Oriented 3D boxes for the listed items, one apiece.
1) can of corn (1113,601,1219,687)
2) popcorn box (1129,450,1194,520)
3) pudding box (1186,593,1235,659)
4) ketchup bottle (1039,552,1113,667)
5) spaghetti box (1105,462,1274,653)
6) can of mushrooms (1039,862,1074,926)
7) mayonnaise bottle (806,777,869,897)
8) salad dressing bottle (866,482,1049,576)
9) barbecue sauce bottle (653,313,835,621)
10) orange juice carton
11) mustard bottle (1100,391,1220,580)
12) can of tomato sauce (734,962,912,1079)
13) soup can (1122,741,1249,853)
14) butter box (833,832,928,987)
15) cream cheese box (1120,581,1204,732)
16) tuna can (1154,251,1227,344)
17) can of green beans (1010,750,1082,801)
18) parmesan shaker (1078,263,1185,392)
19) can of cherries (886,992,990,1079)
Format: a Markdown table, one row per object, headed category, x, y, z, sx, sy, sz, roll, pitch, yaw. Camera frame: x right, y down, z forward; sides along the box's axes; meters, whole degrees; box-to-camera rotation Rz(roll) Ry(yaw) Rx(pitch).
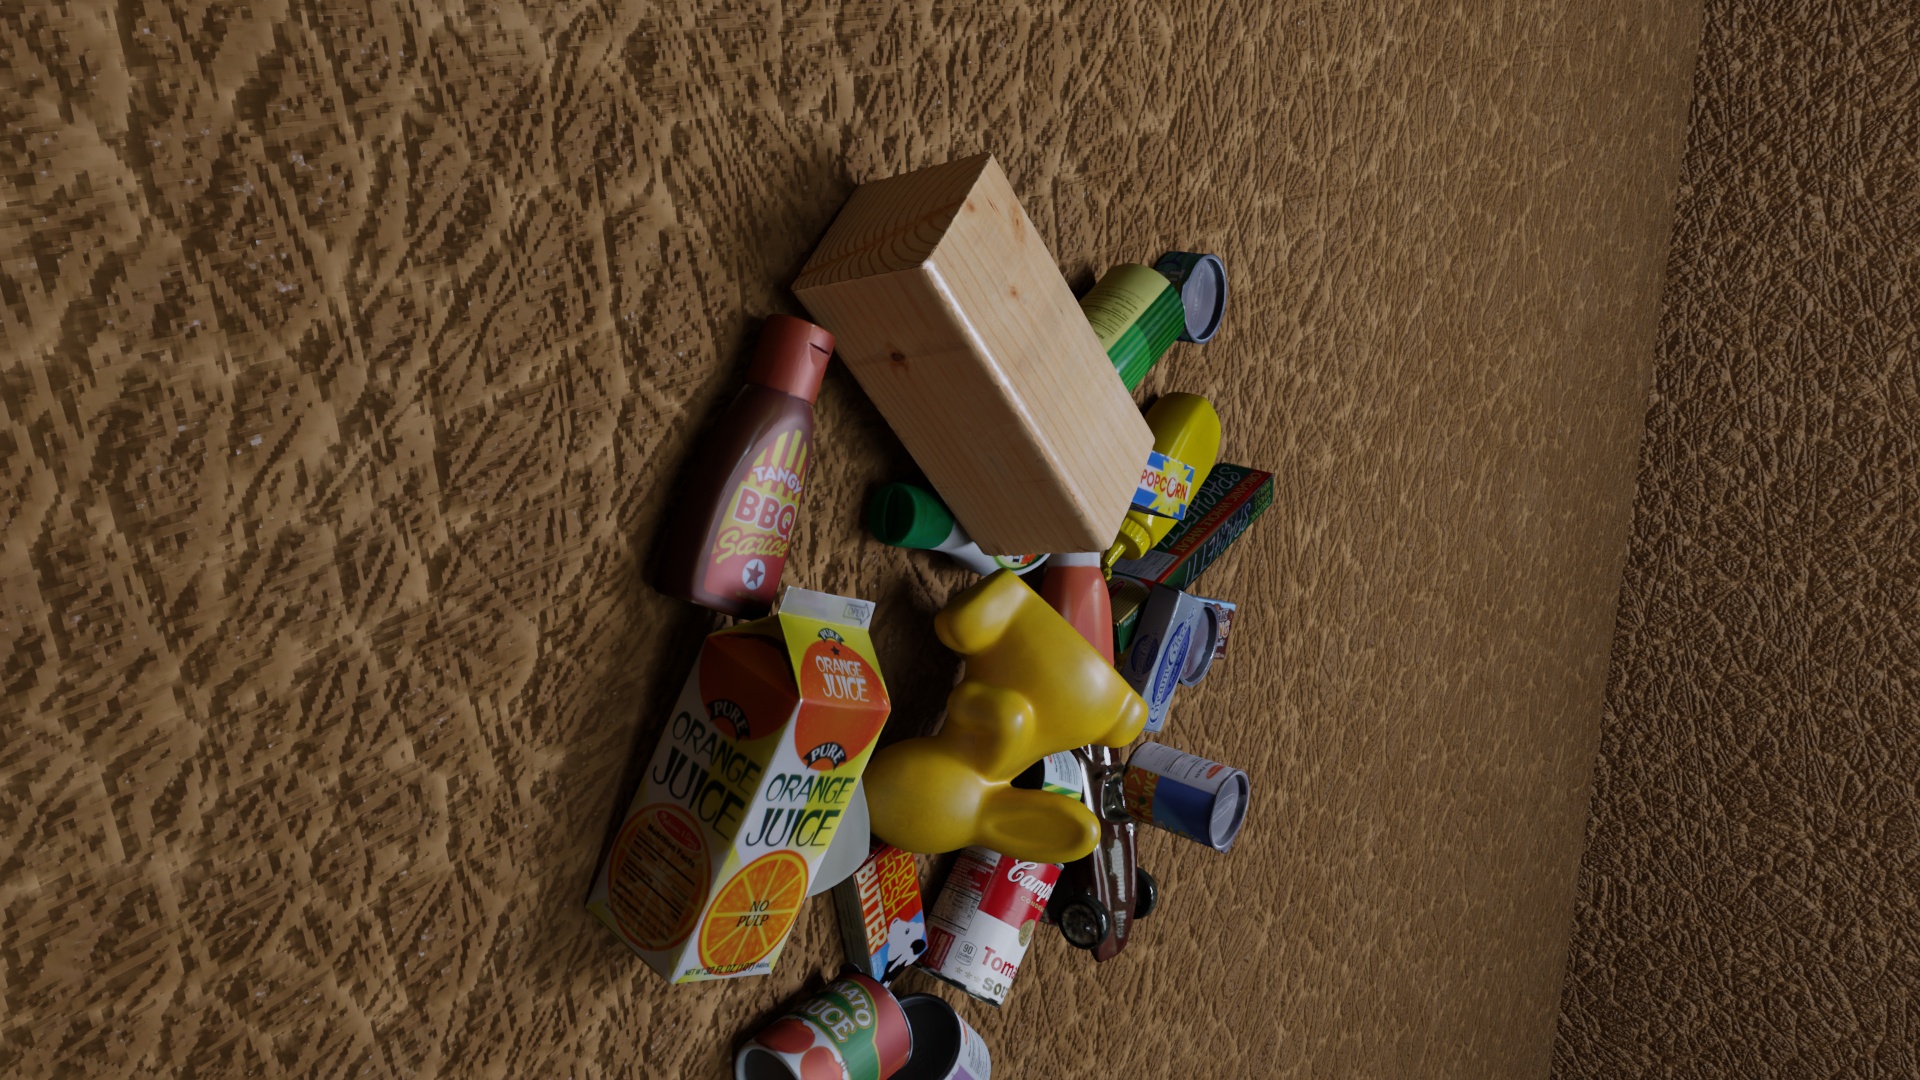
| category | x | y | z | sx | sy | sz | roll | pitch | yaw |
| --- | --- | --- | --- | --- | --- | --- | --- | --- | --- |
| can of corn | 0.156 | 0.073 | 1.067 | 0.071 | 0.058 | 0.071 | -23 | 119 | -49 |
| popcorn box | 0.086 | -0.047 | 0.907 | 0.127 | 0.085 | 0.038 | 15 | 88 | -55 |
| pudding box | 0.192 | 0.070 | 1.139 | 0.084 | 0.030 | 0.049 | 12 | 90 | -55 |
| ketchup bottle | 0.077 | 0.056 | 0.936 | 0.065 | 0.043 | 0.149 | 9 | 78 | -52 |
| spaghetti box | 0.165 | 0.007 | 1.065 | 0.251 | 0.050 | 0.028 | -38 | 132 | -42 |
| can of mushrooms | 0.068 | 0.249 | 1.024 | 0.071 | 0.033 | 0.070 | -22 | 117 | -50 |
| mayonnaise bottle | -0.082 | 0.119 | 0.769 | 0.065 | 0.041 | 0.147 | -24 | 118 | -49 |
| salad dressing bottle | 0.003 | -0.011 | 0.840 | 0.148 | 0.044 | 0.064 | 5 | 91 | -54 |
| barbecue sauce bottle | -0.102 | -0.037 | 0.687 | 0.065 | 0.043 | 0.148 | 26 | 80 | -55 |
| orange juice carton | -0.101 | 0.113 | 0.682 | 0.072 | 0.073 | 0.192 | 19 | 97 | -55 |
| mustard bottle | 0.137 | -0.036 | 1.013 | 0.161 | 0.049 | 0.065 | -56 | 140 | -26 |
| can of tomato sauce | -0.080 | 0.299 | 0.808 | 0.083 | 0.071 | 0.071 | -23 | 119 | -48 |
| soup can | 0.180 | 0.208 | 1.122 | 0.071 | 0.084 | 0.071 | -23 | 119 | -49 |
| butter box | -0.050 | 0.226 | 0.861 | 0.053 | 0.024 | 0.103 | -34 | 127 | -43 |
| cream cheese box | 0.140 | 0.085 | 0.993 | 0.053 | 0.024 | 0.104 | 22 | 88 | -58 |
| tuna can | 0.165 | -0.178 | 1.018 | 0.071 | 0.033 | 0.070 | -23 | 119 | -49 |
| can of green beans | 0.040 | 0.160 | 0.928 | 0.058 | 0.071 | 0.071 | 30 | 76 | -54 |
| parmesan shaker | 0.098 | -0.127 | 0.909 | 0.103 | 0.071 | 0.071 | -48 | 136 | -34 |
| can of cherries | -0.023 | 0.338 | 0.904 | 0.072 | 0.071 | 0.058 | -58 | 142 | -24 |
